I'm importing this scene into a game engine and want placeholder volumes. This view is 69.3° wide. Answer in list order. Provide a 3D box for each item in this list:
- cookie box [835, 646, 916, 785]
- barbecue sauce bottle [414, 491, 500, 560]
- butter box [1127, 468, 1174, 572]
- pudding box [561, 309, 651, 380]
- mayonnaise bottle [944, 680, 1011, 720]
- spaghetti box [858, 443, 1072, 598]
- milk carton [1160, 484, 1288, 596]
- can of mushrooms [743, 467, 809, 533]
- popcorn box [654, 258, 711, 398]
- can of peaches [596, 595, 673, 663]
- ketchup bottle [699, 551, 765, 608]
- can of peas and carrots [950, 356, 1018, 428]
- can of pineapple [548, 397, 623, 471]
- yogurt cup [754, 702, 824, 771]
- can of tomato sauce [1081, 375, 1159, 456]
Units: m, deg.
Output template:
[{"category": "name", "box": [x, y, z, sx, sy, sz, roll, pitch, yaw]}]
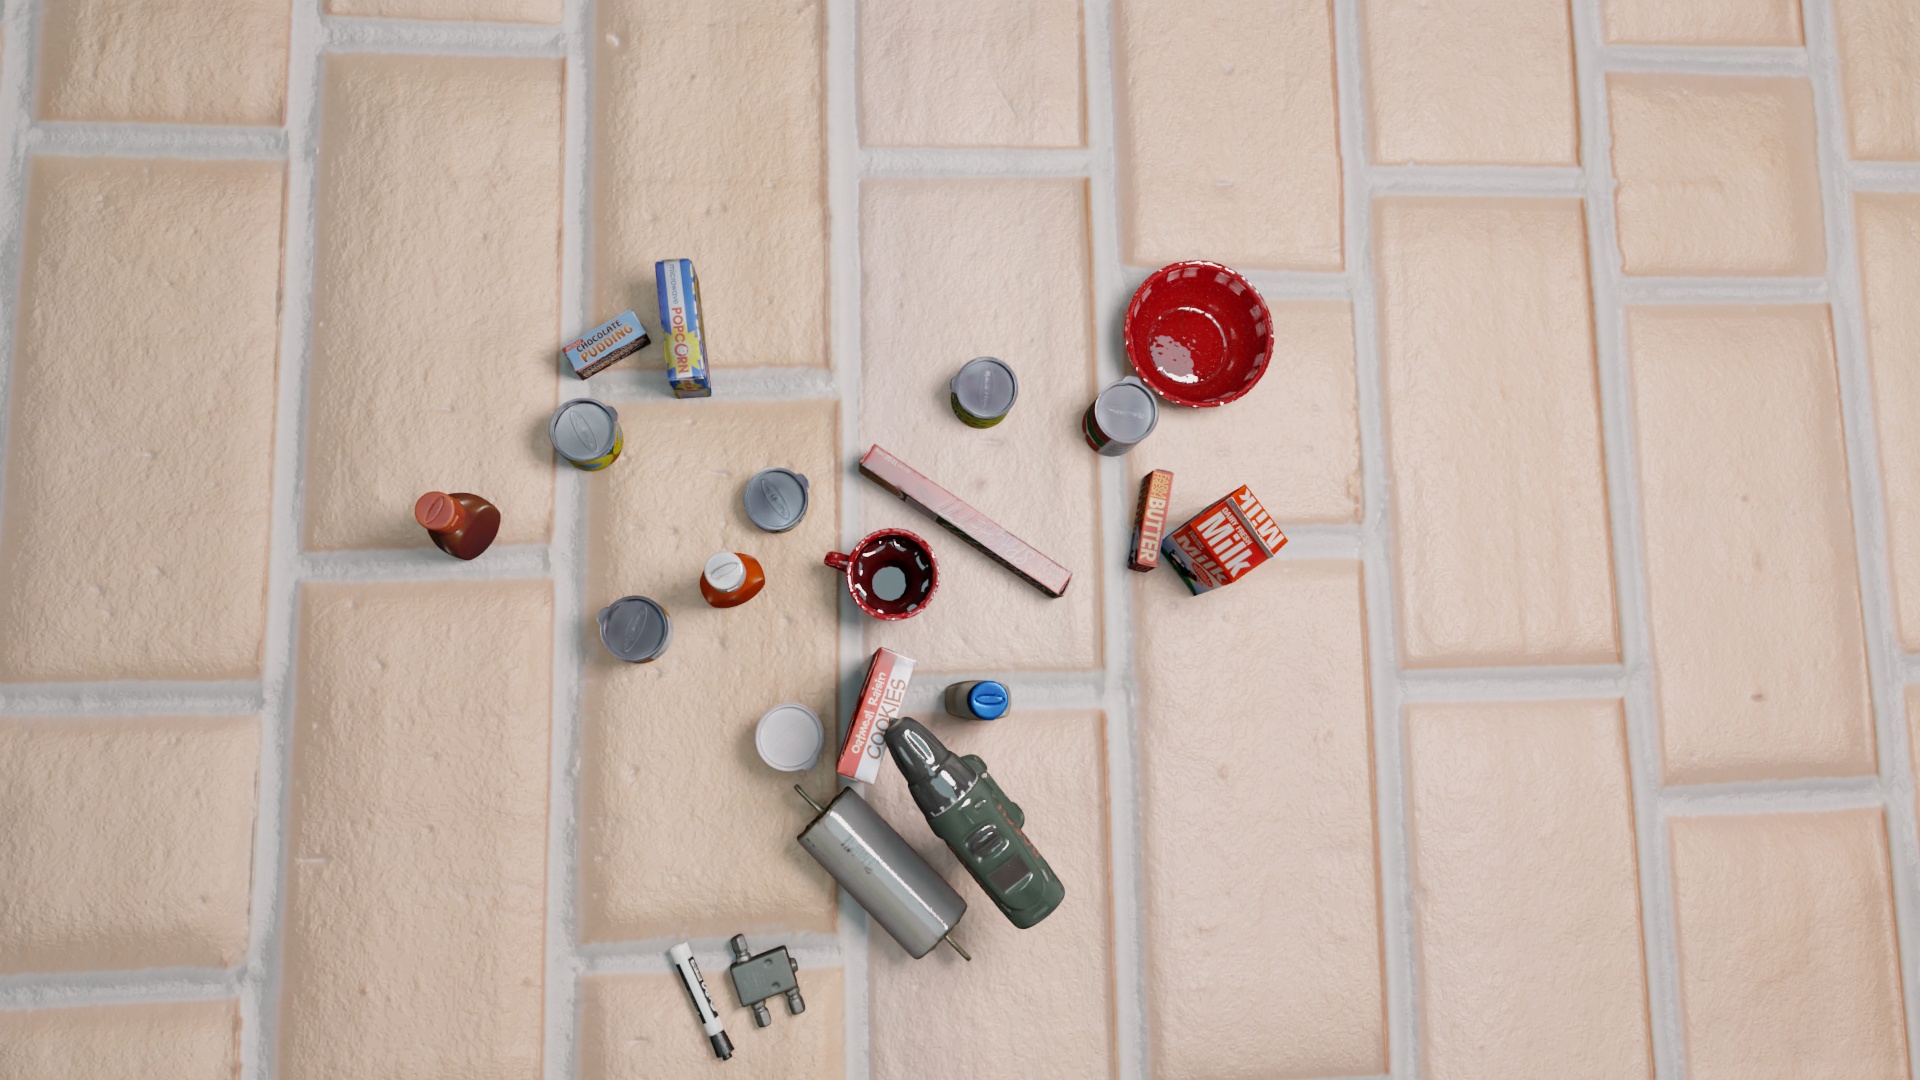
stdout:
[{"category": "cookie box", "box": [-0.085, 0.170, 1.350, 0.040, 0.167, 0.123, 19, 81, -3]}, {"category": "barbecue sauce bottle", "box": [-0.488, -0.019, 1.345, 0.044, 0.148, 0.065, 30, 81, -1]}, {"category": "butter box", "box": [0.199, -0.021, 1.461, 0.024, 0.053, 0.103, 12, 82, -4]}, {"category": "pudding box", "box": [-0.364, -0.202, 1.432, 0.084, 0.049, 0.030, -31, 87, -9]}, {"category": "mayonnaise bottle", "box": [0.021, 0.157, 1.372, 0.065, 0.148, 0.041, 1, 83, -5]}, {"category": "spaghetti box", "box": [0.005, -0.018, 1.443, 0.250, 0.050, 0.029, 33, 81, -1]}, {"category": "milk carton", "box": [0.265, -0.001, 1.395, 0.073, 0.190, 0.072, -36, 88, -8]}, {"category": "can of mushrooms", "box": [-0.188, -0.042, 1.436, 0.071, 0.033, 0.071, 1, 82, -5]}, {"category": "popcorn box", "box": [-0.283, -0.216, 1.423, 0.038, 0.085, 0.127, -7, 83, -6]}, {"category": "can of peaches", "box": [-0.325, 0.089, 1.392, 0.071, 0.058, 0.071, 1, 83, -5]}, {"category": "ketchup bottle", "box": [-0.226, 0.037, 1.363, 0.065, 0.148, 0.043, -26, 86, -8]}, {"category": "can of peas and carrots", "box": [0.022, -0.154, 1.459, 0.071, 0.058, 0.071, 1, 83, -5]}, {"category": "can of pineapple", "box": [-0.378, -0.107, 1.414, 0.071, 0.058, 0.071, 1, 83, -5]}, {"category": "yogurt cup", "box": [-0.171, 0.197, 1.395, 0.072, 0.054, 0.072, 1, 83, -5]}, {"category": "can of tomato sauce", "box": [0.166, -0.129, 1.457, 0.071, 0.083, 0.071, 1, 83, -5]}]
